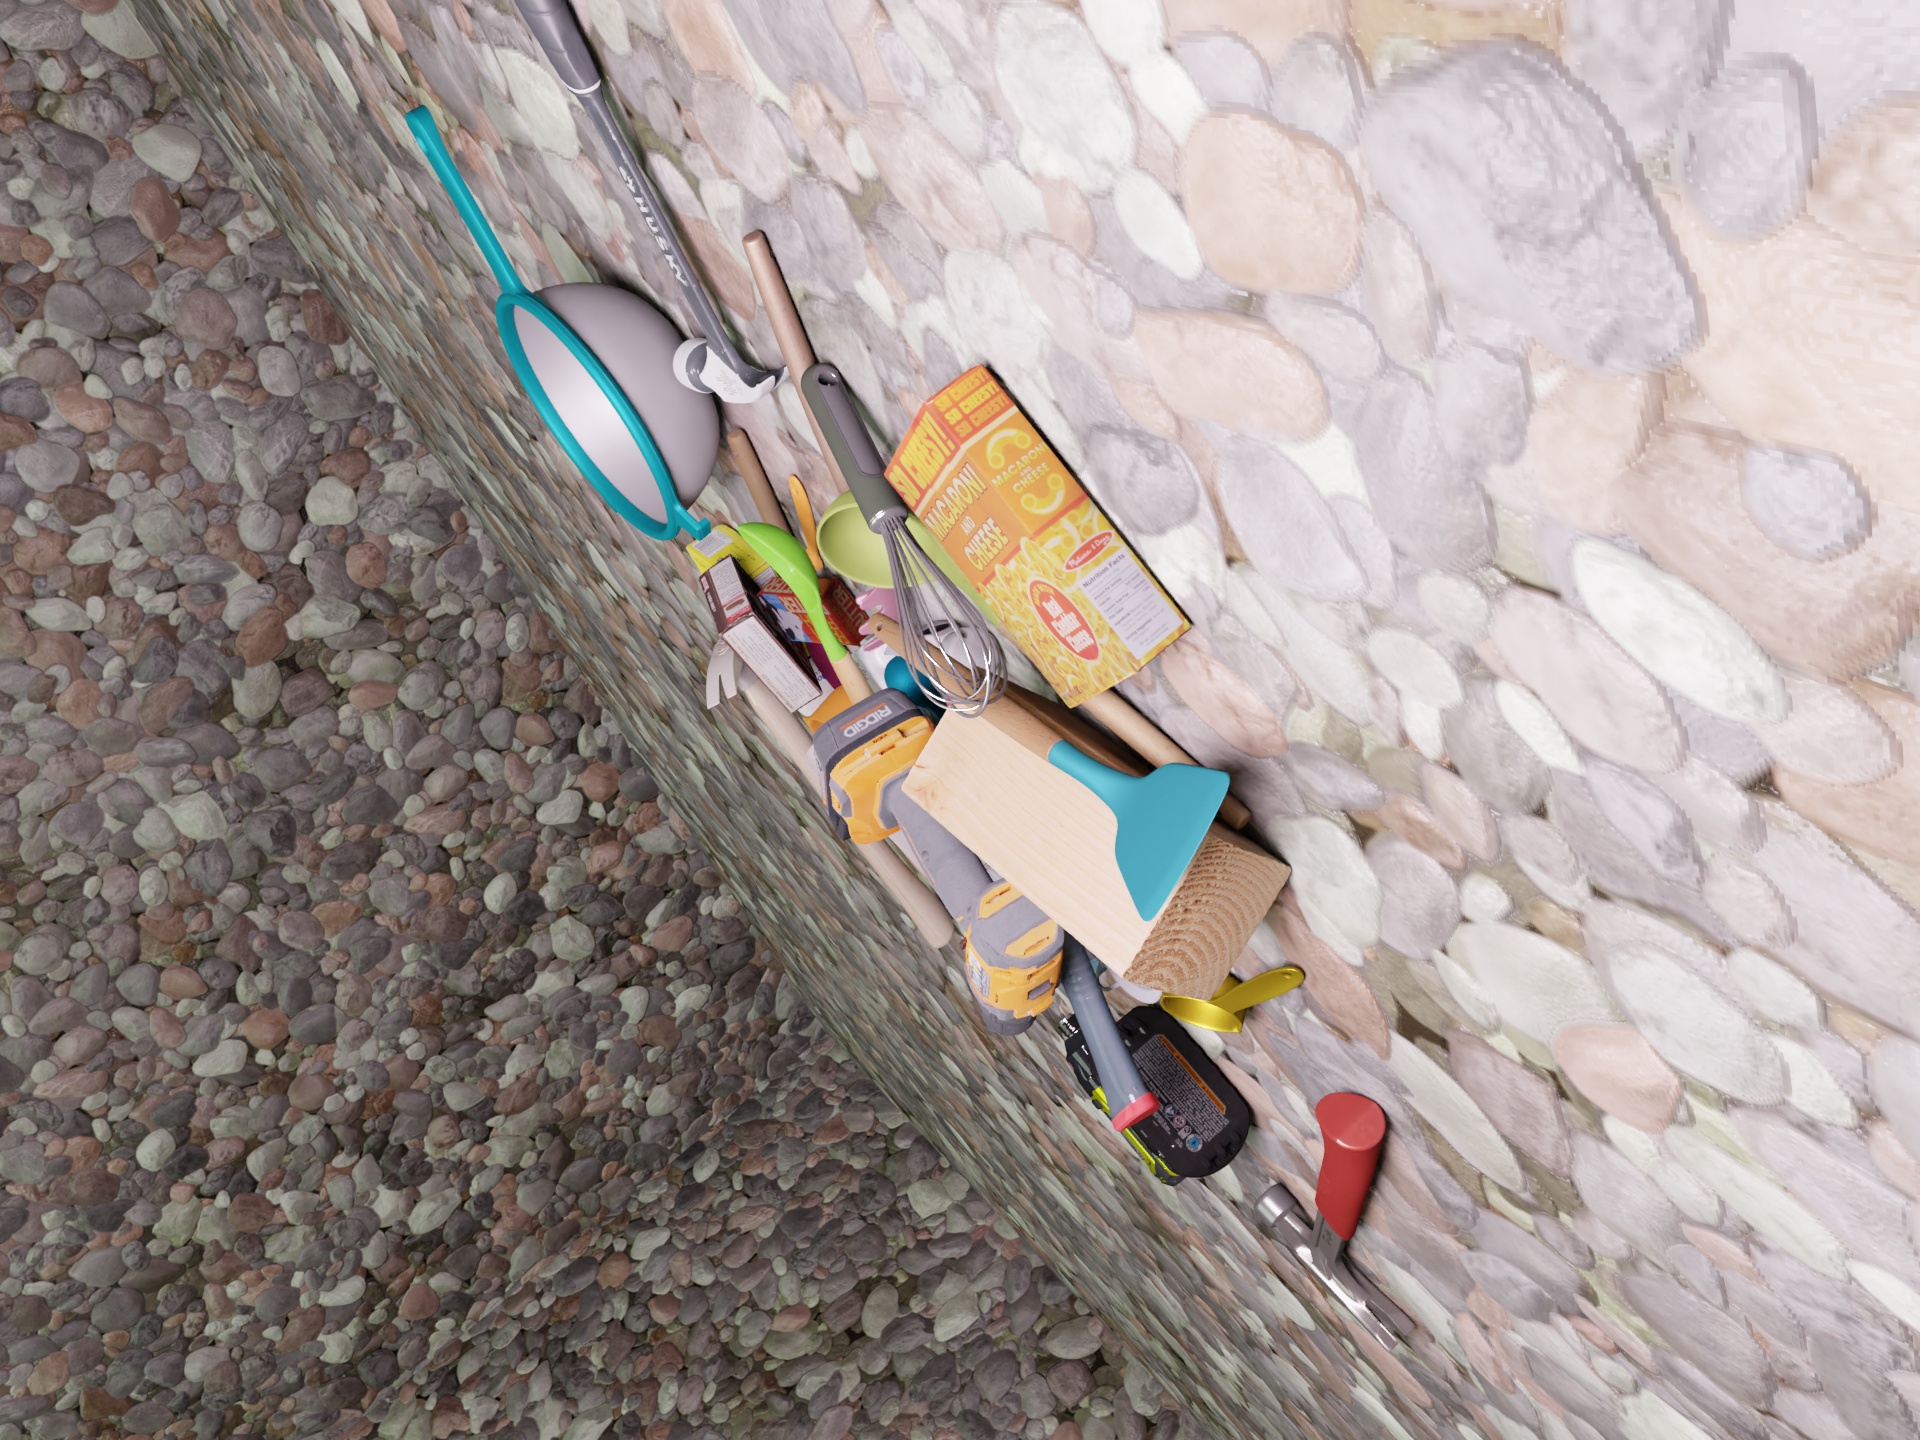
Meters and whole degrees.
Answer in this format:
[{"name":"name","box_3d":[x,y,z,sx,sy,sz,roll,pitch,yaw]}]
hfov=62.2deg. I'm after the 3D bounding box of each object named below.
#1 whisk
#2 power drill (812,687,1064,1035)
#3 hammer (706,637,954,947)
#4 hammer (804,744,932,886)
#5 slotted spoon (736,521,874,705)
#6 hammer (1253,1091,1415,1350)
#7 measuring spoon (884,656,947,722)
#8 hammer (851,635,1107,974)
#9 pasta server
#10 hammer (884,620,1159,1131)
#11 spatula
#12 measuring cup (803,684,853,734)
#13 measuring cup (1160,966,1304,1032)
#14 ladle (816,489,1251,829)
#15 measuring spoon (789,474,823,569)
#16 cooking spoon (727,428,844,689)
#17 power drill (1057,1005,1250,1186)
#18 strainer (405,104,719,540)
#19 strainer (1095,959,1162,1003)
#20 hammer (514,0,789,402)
[{"name":"whisk","box_3d":[-0.037,-0.108,0.907,0.246,0.057,0.059,64,148,21]},{"name":"power drill","box_3d":[-0.009,0.109,1.094,0.226,0.084,0.185,52,163,24]},{"name":"hammer","box_3d":[-0.123,0.085,1.599,0.410,0.038,0.146,55,-164,-26]},{"name":"hammer","box_3d":[-0.026,0.125,1.392,0.130,0.031,0.331,39,172,31]},{"name":"slotted spoon","box_3d":[-0.083,-0.032,1.206,0.070,0.031,0.313,31,156,48]},{"name":"hammer","box_3d":[0.277,0.351,1.135,0.149,0.037,0.358,44,163,28]},{"name":"measuring spoon","box_3d":[-0.002,-0.004,1.160,0.128,0.042,0.021,44,142,1]},{"name":"hammer","box_3d":[0.020,0.073,1.257,0.331,0.033,0.128,54,164,-7]},{"name":"pasta server","box_3d":[-0.086,-0.167,1.012,0.060,0.040,0.315,-102,-6,-45]},{"name":"hammer","box_3d":[0.049,0.112,1.117,0.386,0.038,0.143,68,163,-12]},{"name":"spatula","box_3d":[0.032,0.002,0.880,0.044,0.082,0.318,20,-169,-45]},{"name":"measuring cup","box_3d":[-0.083,0.020,1.385,0.095,0.052,0.173,37,166,7]},{"name":"measuring cup","box_3d":[0.181,0.168,1.023,0.062,0.029,0.156,26,153,-9]},{"name":"ladle","box_3d":[0.037,-0.036,0.923,0.320,0.062,0.078,42,155,24]},{"name":"measuring spoon","box_3d":[-0.119,-0.147,1.200,0.021,0.011,0.116,46,164,22]},{"name":"cooking spoon","box_3d":[-0.128,-0.111,1.293,0.069,0.017,0.318,28,154,35]},{"name":"power drill","box_3d":[0.152,0.310,1.332,0.171,0.080,0.223,49,168,9]},{"name":"strainer","box_3d":[-0.270,-0.295,1.152,0.211,0.095,0.340,23,146,55]},{"name":"strainer","box_3d":[0.123,0.121,1.048,0.087,0.050,0.258,55,163,24]},{"name":"hammer","box_3d":[-0.217,-0.364,0.949,0.149,0.036,0.408,30,153,51]}]
